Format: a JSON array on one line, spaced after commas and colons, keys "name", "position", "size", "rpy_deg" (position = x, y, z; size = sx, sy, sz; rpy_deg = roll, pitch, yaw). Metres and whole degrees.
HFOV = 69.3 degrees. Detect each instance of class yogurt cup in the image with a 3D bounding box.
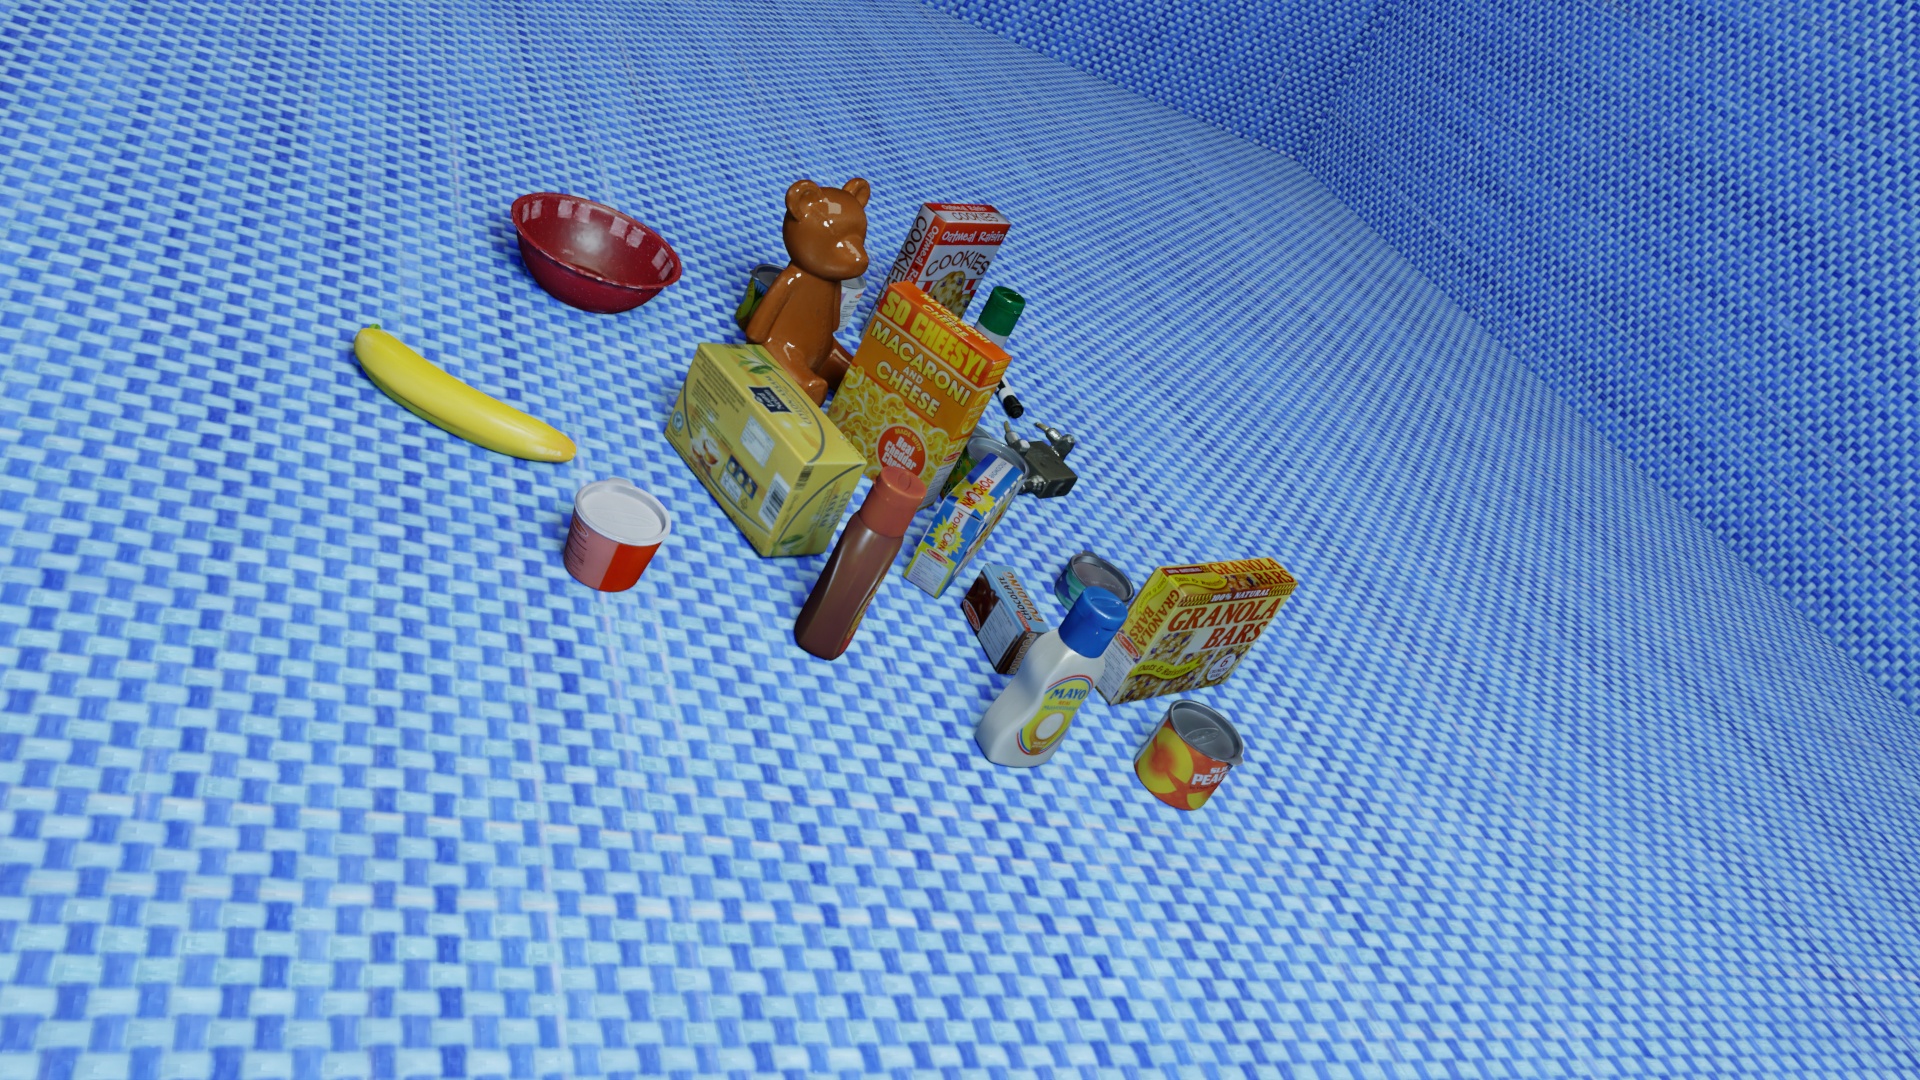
[{"name": "yogurt cup", "position": [-0.243, -0.001, 0.970], "size": [0.072, 0.053, 0.073], "rpy_deg": [22, 29, -13]}]

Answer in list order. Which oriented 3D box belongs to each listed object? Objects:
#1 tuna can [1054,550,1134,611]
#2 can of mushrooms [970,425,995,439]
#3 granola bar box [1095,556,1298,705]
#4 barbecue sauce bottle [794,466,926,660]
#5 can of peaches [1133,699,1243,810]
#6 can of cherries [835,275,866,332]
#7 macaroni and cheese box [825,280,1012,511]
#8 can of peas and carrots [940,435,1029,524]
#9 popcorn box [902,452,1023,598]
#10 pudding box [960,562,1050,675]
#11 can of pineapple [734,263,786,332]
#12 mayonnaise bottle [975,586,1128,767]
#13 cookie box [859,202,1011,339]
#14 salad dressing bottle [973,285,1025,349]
[{"name": "tuna can", "position": [0.119, 0.043, 1.252], "size": [0.071, 0.032, 0.071], "rpy_deg": [22, 29, -13]}, {"name": "can of mushrooms", "position": [0.003, -0.087, 1.354], "size": [0.071, 0.033, 0.071], "rpy_deg": [22, 29, -13]}, {"name": "granola bar box", "position": [0.197, 0.074, 1.176], "size": [0.166, 0.123, 0.039], "rpy_deg": [-3, 42, -45]}, {"name": "barbecue sauce bottle", "position": [-0.072, 0.014, 1.003], "size": [0.044, 0.147, 0.065], "rpy_deg": [26, 28, -7]}, {"name": "can of peaches", "position": [0.178, 0.168, 1.077], "size": [0.071, 0.057, 0.071], "rpy_deg": [22, 29, -13]}, {"name": "can of cherries", "position": [-0.143, -0.264, 1.478], "size": [0.071, 0.058, 0.072], "rpy_deg": [22, 29, -13]}, {"name": "macaroni and cheese box", "position": [-0.044, -0.128, 1.238], "size": [0.124, 0.165, 0.040], "rpy_deg": [38, 29, 16]}, {"name": "can of peas and carrots", "position": [0.020, -0.056, 1.293], "size": [0.071, 0.058, 0.071], "rpy_deg": [22, 29, -13]}, {"name": "popcorn box", "position": [0.004, -0.015, 1.185], "size": [0.038, 0.084, 0.127], "rpy_deg": [32, 28, 5]}, {"name": "pudding box", "position": [0.036, 0.063, 1.125], "size": [0.030, 0.049, 0.084], "rpy_deg": [9, 35, -34]}, {"name": "can of pineapple", "position": [-0.188, -0.237, 1.395], "size": [0.071, 0.057, 0.071], "rpy_deg": [22, 29, -13]}, {"name": "mayonnaise bottle", "position": [0.069, 0.099, 0.995], "size": [0.065, 0.147, 0.041], "rpy_deg": [7, 35, -35]}, {"name": "cookie box", "position": [-0.027, -0.283, 1.502], "size": [0.040, 0.166, 0.123], "rpy_deg": [42, 31, 21]}, {"name": "salad dressing bottle", "position": [0.018, -0.187, 1.409], "size": [0.064, 0.147, 0.044], "rpy_deg": [-9, 46, -49]}]
